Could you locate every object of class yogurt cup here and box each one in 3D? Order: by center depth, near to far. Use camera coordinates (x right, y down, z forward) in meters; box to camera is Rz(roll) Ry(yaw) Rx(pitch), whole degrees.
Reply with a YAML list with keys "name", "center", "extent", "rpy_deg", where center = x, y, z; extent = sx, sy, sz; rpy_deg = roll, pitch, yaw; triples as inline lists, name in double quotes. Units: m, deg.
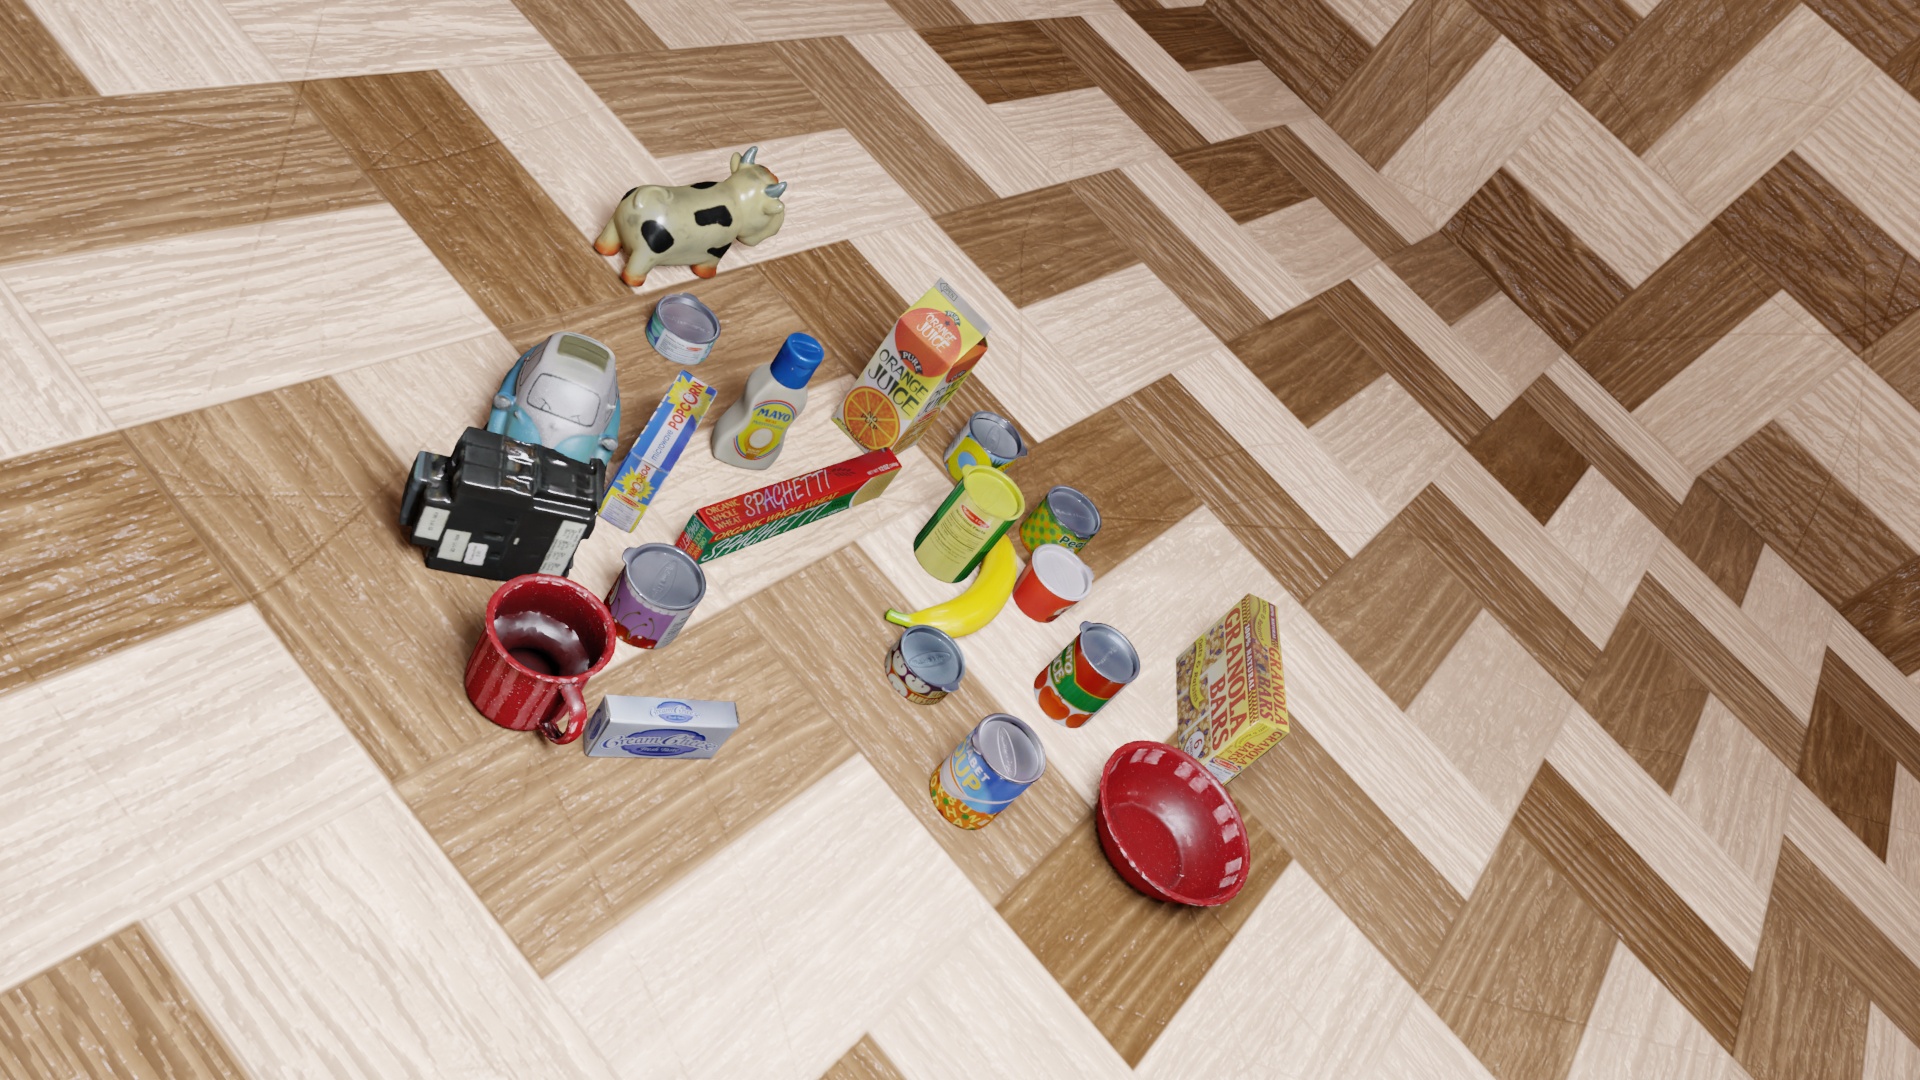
- name: "yogurt cup"
  center: [0.088, 0.045, 1.376]
  extent: [0.072, 0.053, 0.073]
  rpy_deg: [22, 42, -21]

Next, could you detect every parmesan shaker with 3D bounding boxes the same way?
- name: "parmesan shaker"
  center: [0.005, -0.017, 1.331]
  extent: [0.071, 0.102, 0.072]
  rpy_deg: [22, 42, -21]

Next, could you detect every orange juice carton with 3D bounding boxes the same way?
- name: "orange juice carton"
  center: [-0.042, -0.168, 1.369]
  extent: [0.072, 0.191, 0.073]
  rpy_deg: [45, 39, 7]

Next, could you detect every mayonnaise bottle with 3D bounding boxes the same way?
- name: "mayonnaise bottle"
  center: [-0.172, -0.125, 1.260]
  extent: [0.065, 0.147, 0.041]
  rpy_deg: [12, 46, -30]

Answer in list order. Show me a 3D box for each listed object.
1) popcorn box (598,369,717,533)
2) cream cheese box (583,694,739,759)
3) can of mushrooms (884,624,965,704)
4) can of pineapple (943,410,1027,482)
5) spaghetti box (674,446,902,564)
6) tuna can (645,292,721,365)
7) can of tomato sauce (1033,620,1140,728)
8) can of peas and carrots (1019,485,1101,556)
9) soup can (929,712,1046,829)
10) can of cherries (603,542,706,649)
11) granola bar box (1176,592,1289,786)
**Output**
- name: "popcorn box"
  center: [-0.261, -0.077, 1.193]
  extent: [0.038, 0.084, 0.127]
  rpy_deg: [30, 40, -11]
- name: "cream cheese box"
  center: [-0.224, 0.141, 1.038]
  extent: [0.104, 0.053, 0.024]
  rpy_deg: [8, 48, -33]
- name: "can of mushrooms"
  center: [-0.031, 0.113, 1.234]
  extent: [0.071, 0.033, 0.071]
  rpy_deg: [22, 42, -21]
- name: "can of pineapple"
  center: [0.025, -0.092, 1.455]
  extent: [0.071, 0.057, 0.071]
  rpy_deg: [22, 42, -21]
- name: "spaghetti box"
  center: [-0.151, -0.034, 1.266]
  extent: [0.029, 0.050, 0.251]
  rpy_deg: [51, 40, 13]
- name: "tuna can"
  center: [-0.270, -0.207, 1.352]
  extent: [0.071, 0.032, 0.071]
  rpy_deg: [22, 42, -21]
- name: "can of tomato sauce"
  center: [0.116, 0.126, 1.297]
  extent: [0.071, 0.082, 0.071]
  rpy_deg: [22, 42, -21]
- name: "can of peas and carrots"
  center: [0.104, -0.012, 1.440]
  extent: [0.071, 0.058, 0.071]
  rpy_deg: [22, 42, -21]
- name: "soup can"
  center: [0.019, 0.192, 1.156]
  extent: [0.071, 0.083, 0.072]
  rpy_deg: [22, 42, -21]
- name: "can of cherries"
  center: [-0.247, 0.043, 1.110]
  extent: [0.071, 0.058, 0.072]
  rpy_deg: [22, 42, -21]
- name: "granola bar box"
  center: [0.264, 0.150, 1.358]
  extent: [0.039, 0.123, 0.166]
  rpy_deg: [26, 41, -16]
